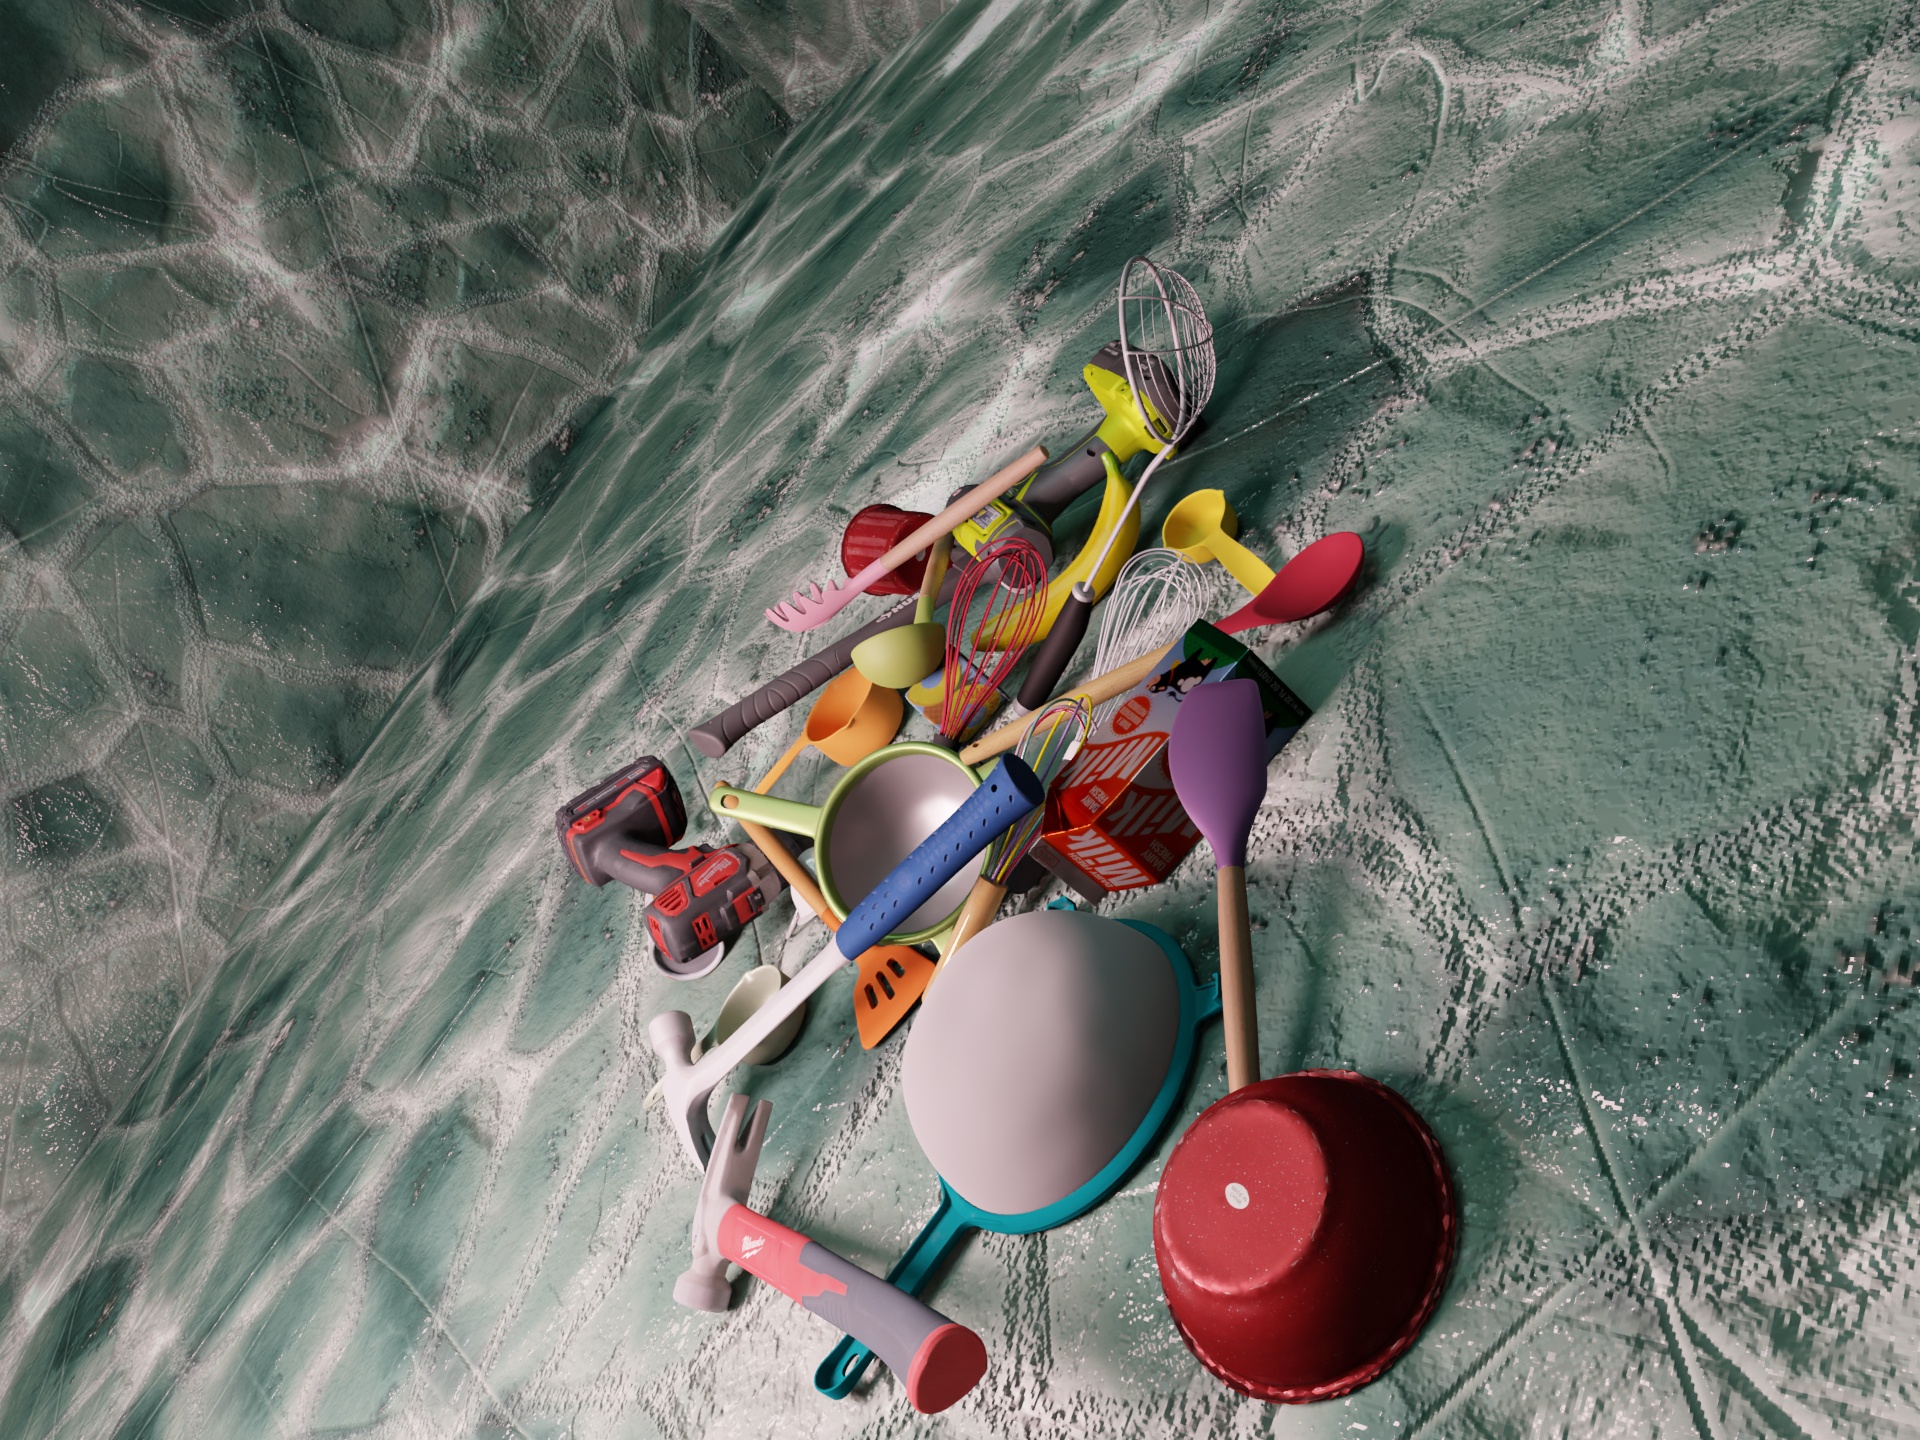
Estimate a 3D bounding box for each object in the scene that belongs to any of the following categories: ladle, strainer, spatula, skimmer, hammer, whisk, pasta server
[{"bbox_3d":[0.138,-0.042,1.104,0.315,0.031,0.069,-27,32,14],"label":"ladle"},{"bbox_3d":[-0.003,0.241,0.949,0.340,0.095,0.211,-53,27,-9],"label":"strainer"},{"bbox_3d":[-0.063,0.088,1.297,0.258,0.050,0.087,-38,15,15],"label":"strainer"},{"bbox_3d":[-0.074,0.087,1.209,0.256,0.069,0.151,10,81,29],"label":"strainer"},{"bbox_3d":[0.152,0.108,0.901,0.060,0.018,0.316,-9,55,15],"label":"spatula"},{"bbox_3d":[-0.120,0.135,1.255,0.081,0.041,0.323,-49,49,2],"label":"spatula"},{"bbox_3d":[0.090,-0.156,1.165,0.363,0.090,0.127,-64,-6,35],"label":"skimmer"},{"bbox_3d":[-0.083,0.312,0.938,0.386,0.038,0.143,-13,60,63],"label":"hammer"},{"bbox_3d":[0.102,-0.001,1.149,0.070,0.070,0.285,5,64,58],"label":"whisk"},{"bbox_3d":[0.032,0.092,1.089,0.047,0.051,0.245,31,99,40],"label":"whisk"},{"bbox_3d":[-0.086,0.170,1.124,0.405,0.035,0.144,-45,49,26],"label":"hammer"},{"bbox_3d":[-0.050,-0.156,1.383,0.316,0.040,0.060,-31,6,31],"label":"pasta server"},{"bbox_3d":[-0.097,-0.069,1.434,0.335,0.035,0.146,-33,29,-9],"label":"hammer"},{"bbox_3d":[-0.002,-0.004,1.244,0.073,0.073,0.296,18,87,61],"label":"whisk"},{"bbox_3d":[-0.032,-0.124,1.377,0.078,0.062,0.320,-22,27,21],"label":"ladle"}]

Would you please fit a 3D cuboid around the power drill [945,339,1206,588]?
[{"bbox_3d":[0.088,-0.224,1.386,0.223,0.080,0.171,-41,30,1],"label":"power drill"}]

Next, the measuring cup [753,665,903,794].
[{"bbox_3d":[-0.121,0.029,1.444,0.173,0.052,0.095,-47,27,10],"label":"measuring cup"}]

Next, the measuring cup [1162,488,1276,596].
[{"bbox_3d":[0.204,-0.121,1.185,0.062,0.029,0.157,-45,39,9],"label":"measuring cup"}]

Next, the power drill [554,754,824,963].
[{"bbox_3d":[-0.230,0.108,1.393,0.188,0.080,0.227,-34,38,-28],"label":"power drill"}]

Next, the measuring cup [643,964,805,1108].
[{"bbox_3d":[-0.186,0.263,1.260,0.167,0.038,0.083,-43,28,17],"label":"measuring cup"}]
